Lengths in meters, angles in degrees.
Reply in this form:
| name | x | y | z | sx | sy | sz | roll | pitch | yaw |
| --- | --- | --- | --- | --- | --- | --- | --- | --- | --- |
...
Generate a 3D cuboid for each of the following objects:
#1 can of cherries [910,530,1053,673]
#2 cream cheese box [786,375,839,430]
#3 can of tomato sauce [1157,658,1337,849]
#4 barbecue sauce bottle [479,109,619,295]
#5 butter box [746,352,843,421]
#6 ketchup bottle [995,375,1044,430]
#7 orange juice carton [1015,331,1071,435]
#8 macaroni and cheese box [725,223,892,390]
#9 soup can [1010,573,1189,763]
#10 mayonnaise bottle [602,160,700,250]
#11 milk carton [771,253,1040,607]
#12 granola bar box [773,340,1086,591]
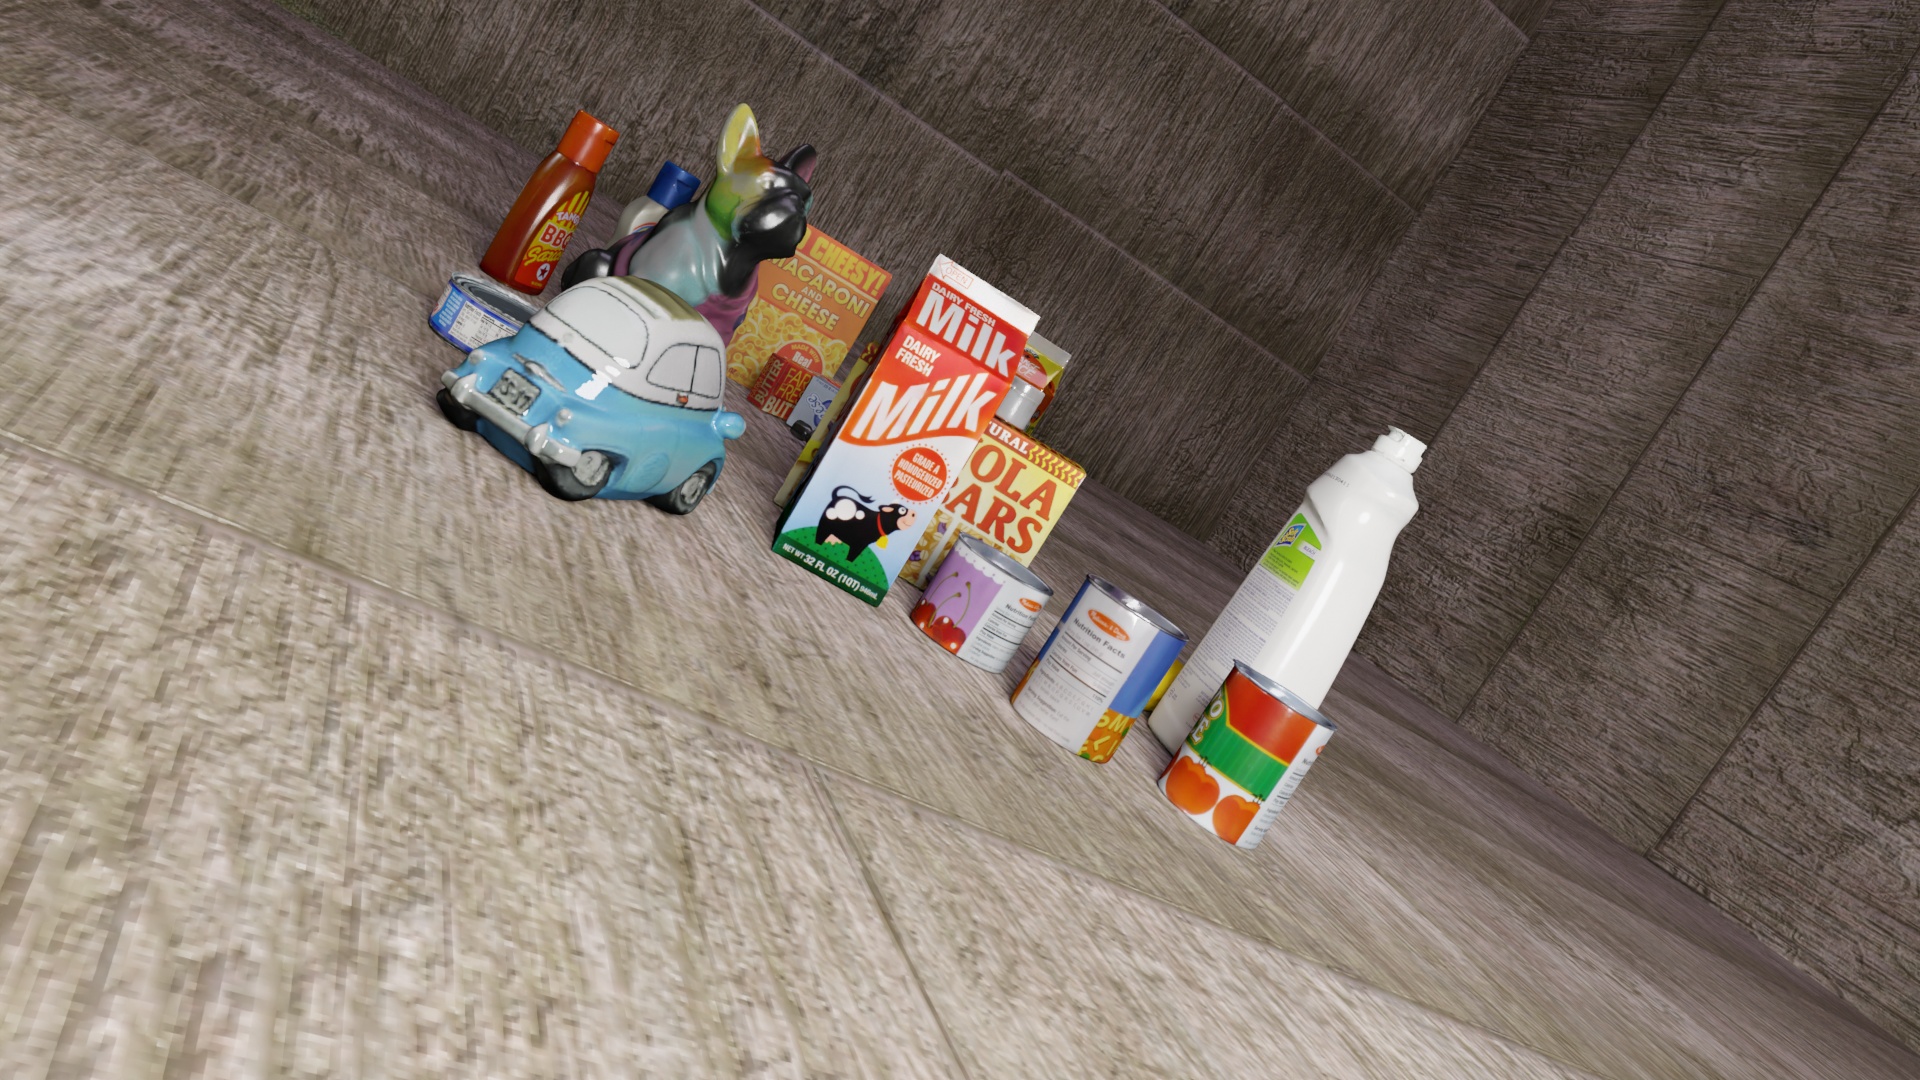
| name | x | y | z | sx | sy | sz | roll | pitch | yaw |
| --- | --- | --- | --- | --- | --- | --- | --- | --- | --- |
| can of cherries | 0.011 | 0.036 | 0.823 | 0.071 | 0.058 | 0.071 | 31 | 7 | -4 |
| cream cheese box | -0.102 | -0.101 | 1.266 | 0.104 | 0.053 | 0.024 | 33 | 7 | 6 |
| can of tomato sauce | 0.159 | 0.120 | 0.782 | 0.071 | 0.083 | 0.071 | 31 | 7 | -4 |
| barbecue sauce bottle | -0.324 | -0.269 | 1.106 | 0.044 | 0.148 | 0.065 | 33 | 7 | 8 |
| butter box | -0.148 | -0.135 | 1.297 | 0.024 | 0.053 | 0.103 | 37 | 9 | 34 |
| ketchup bottle | 0.020 | -0.075 | 1.223 | 0.043 | 0.148 | 0.065 | 24 | 10 | -47 |
| orange juice carton | 0.029 | -0.117 | 1.356 | 0.072 | 0.192 | 0.073 | 33 | 7 | 10 |
| macaroni and cheese box | -0.163 | -0.221 | 1.360 | 0.123 | 0.166 | 0.040 | 29 | 8 | -23 |
| soup can | 0.077 | 0.071 | 0.769 | 0.071 | 0.083 | 0.071 | 31 | 7 | -4 |
| mayonnaise bottle | -0.290 | -0.274 | 1.270 | 0.064 | 0.148 | 0.041 | 26 | 9 | -39 |
| milk carton | -0.032 | -0.066 | 0.805 | 0.072 | 0.190 | 0.073 | 30 | 7 | -11 |
| granola bar box | -0.020 | -0.037 | 0.920 | 0.165 | 0.124 | 0.039 | 31 | 7 | -6 |
